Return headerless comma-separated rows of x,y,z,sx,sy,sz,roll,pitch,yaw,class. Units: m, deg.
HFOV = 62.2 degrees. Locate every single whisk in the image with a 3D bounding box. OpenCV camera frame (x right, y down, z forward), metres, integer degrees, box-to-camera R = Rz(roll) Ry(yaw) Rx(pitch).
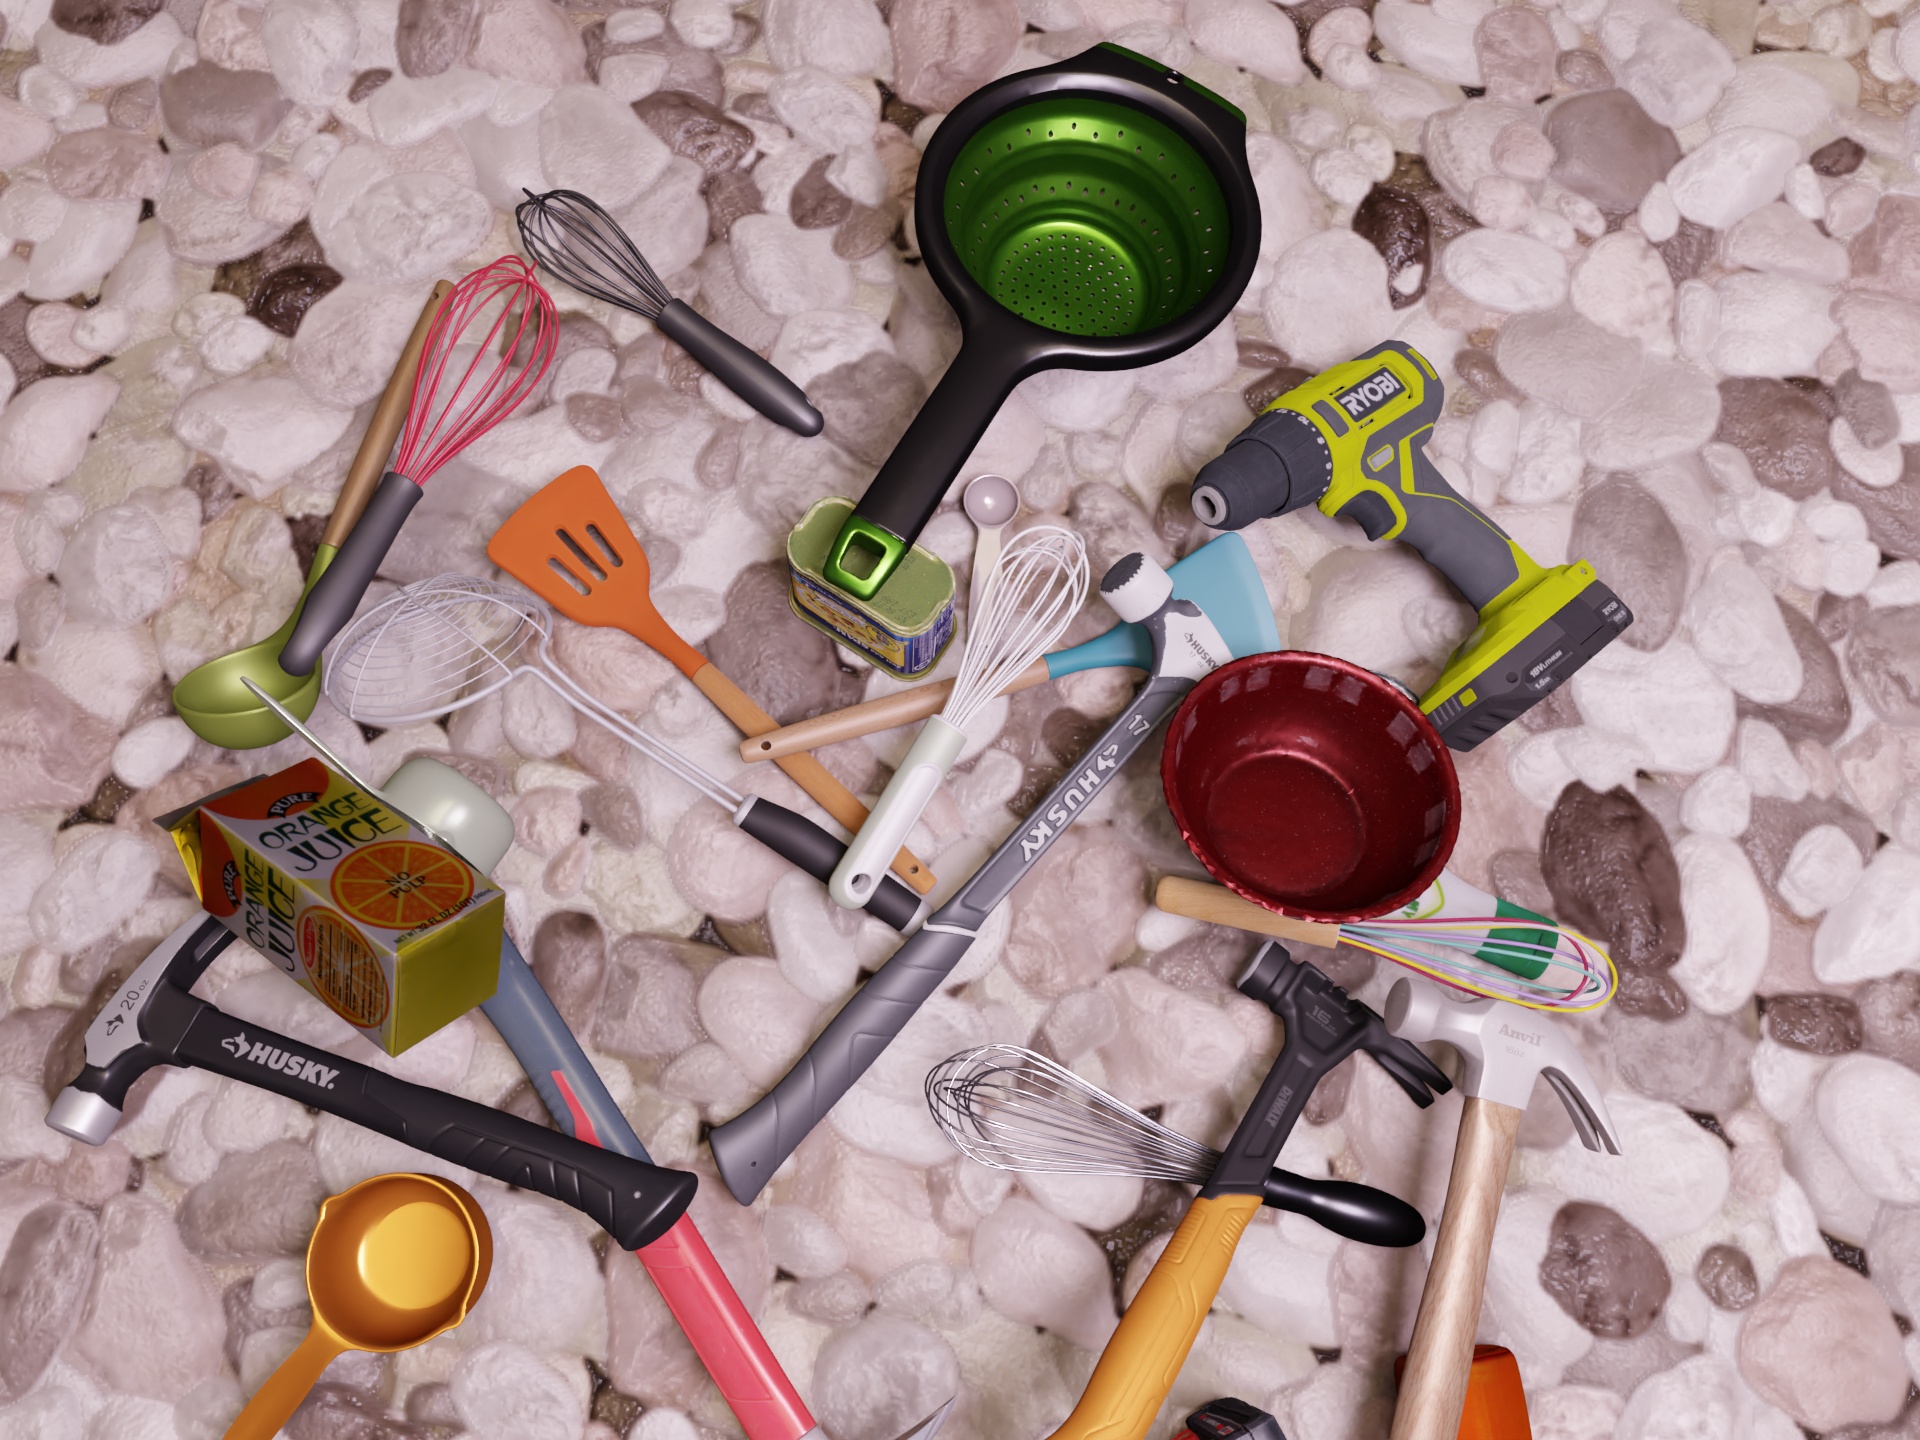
-0.001,-0.003,0.879,0.057,0.059,0.246,35,83,-27,whisk
0.116,0.236,0.856,0.284,0.070,0.070,17,76,-2,whisk
-0.312,-0.152,0.920,0.073,0.073,0.296,21,68,3,whisk
-0.178,-0.251,0.977,0.239,0.055,0.055,38,78,4,whisk
0.229,0.116,0.867,0.245,0.051,0.047,10,79,14,whisk

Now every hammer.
-0.292,0.194,0.822,0.335,0.035,0.146,15,61,12,hammer
0.130,0.261,0.792,0.127,0.034,0.337,37,53,7,hammer
0.011,0.103,0.879,0.409,0.036,0.149,-48,113,-6,hammer
0.246,0.306,0.799,0.130,0.031,0.331,16,81,-8,hammer
-0.161,0.238,0.833,0.143,0.038,0.386,-41,75,19,hammer

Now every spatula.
0.026,-0.027,0.917,0.317,0.044,0.082,-17,84,-12,spatula
-0.134,-0.015,0.920,0.323,0.041,0.081,42,73,7,spatula

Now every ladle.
-0.366,-0.130,0.935,0.078,0.062,0.320,10,72,19,ladle

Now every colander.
0.031,-0.219,0.936,0.204,0.094,0.397,29,71,5,colander

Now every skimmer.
-0.184,0.032,0.905,0.363,0.090,0.127,34,42,-5,skimmer

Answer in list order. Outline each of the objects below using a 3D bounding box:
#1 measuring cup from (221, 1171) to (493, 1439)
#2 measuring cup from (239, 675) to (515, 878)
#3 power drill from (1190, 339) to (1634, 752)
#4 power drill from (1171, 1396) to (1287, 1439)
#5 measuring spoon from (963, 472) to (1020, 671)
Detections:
-0.316,0.313,0.825,0.095,0.052,0.173,38,79,7,measuring cup
-0.312,0.022,0.864,0.167,0.083,0.038,45,67,-20,measuring cup
0.254,-0.100,0.913,0.190,0.080,0.228,-33,79,-31,power drill
0.066,0.418,0.764,0.219,0.143,0.079,-25,75,-10,power drill
0.016,-0.087,0.959,0.034,0.018,0.124,4,82,-1,measuring spoon
